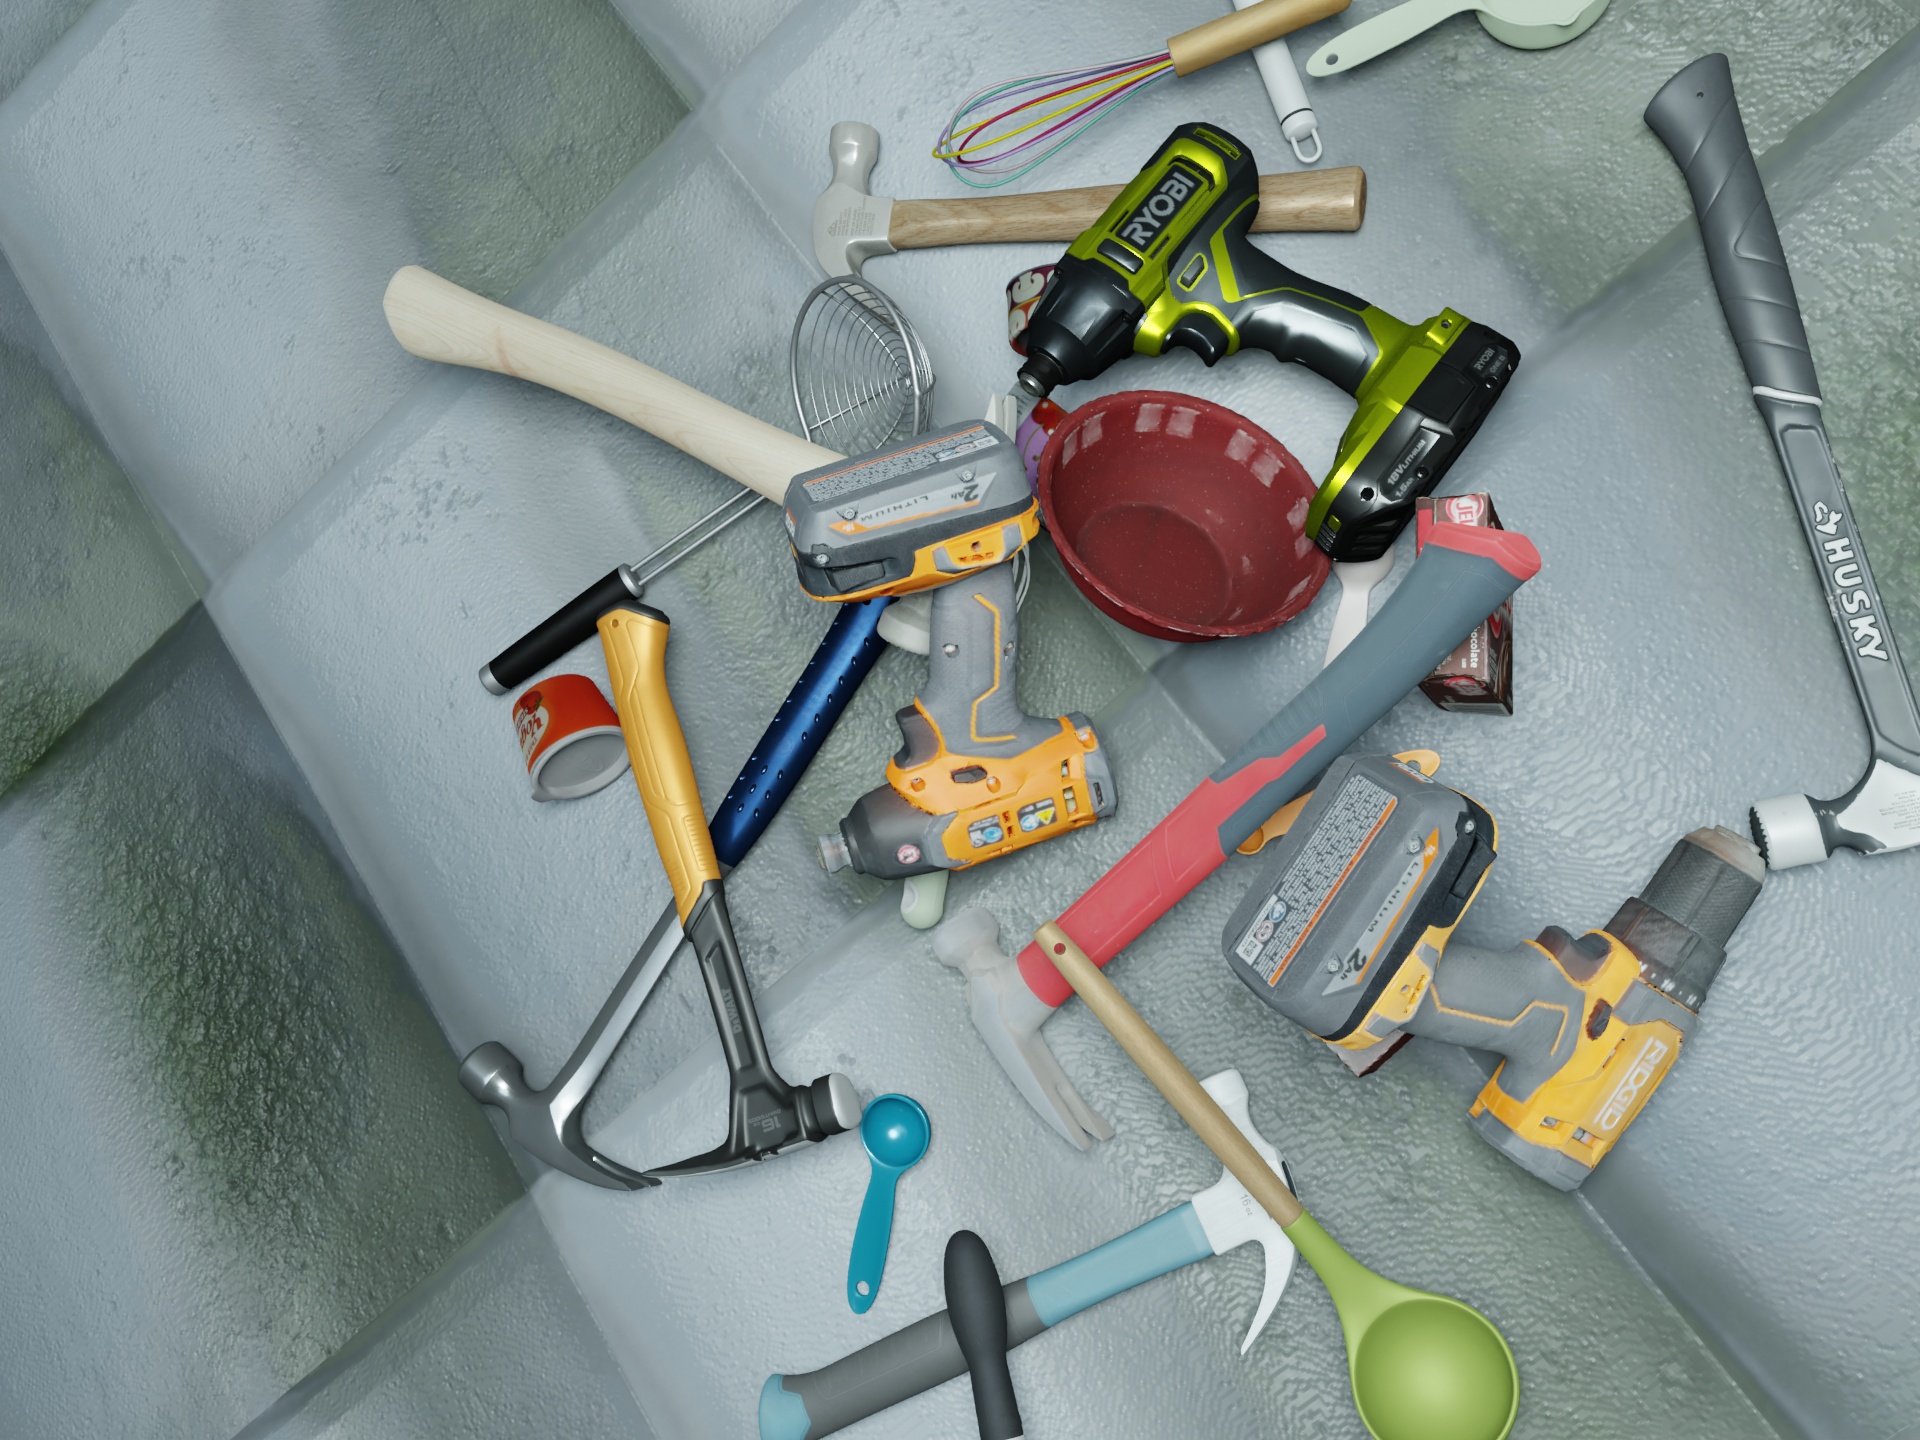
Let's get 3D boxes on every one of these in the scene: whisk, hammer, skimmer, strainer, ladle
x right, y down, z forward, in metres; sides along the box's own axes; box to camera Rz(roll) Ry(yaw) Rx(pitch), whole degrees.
[{"bbox_3d":[0.030,0.398,0.787,0.070,0.070,0.285,-19,68,17],"label":"whisk"},{"bbox_3d":[-0.163,-0.186,0.912,0.411,0.038,0.146,26,106,17],"label":"hammer"},{"bbox_3d":[0.066,-0.293,0.930,0.331,0.031,0.130,4,83,21],"label":"hammer"},{"bbox_3d":[-0.167,-0.124,0.960,0.363,0.090,0.127,-33,74,13],"label":"skimmer"},{"bbox_3d":[0.413,-0.140,0.773,0.149,0.036,0.409,-14,77,17],"label":"hammer"},{"bbox_3d":[0.030,0.314,0.848,0.331,0.033,0.128,-30,71,14],"label":"hammer"},{"bbox_3d":[0.098,-0.360,0.890,0.245,0.047,0.051,-18,93,13],"label":"whisk"},{"bbox_3d":[0.136,0.057,0.772,0.386,0.038,0.143,-48,67,32],"label":"hammer"},{"bbox_3d":[0.161,-0.434,0.913,0.087,0.050,0.258,-18,79,2],"label":"strainer"},{"bbox_3d":[-0.146,0.093,0.948,0.144,0.035,0.405,34,95,22],"label":"hammer"},{"bbox_3d":[0.145,0.221,0.765,0.078,0.062,0.320,-41,86,-4],"label":"ladle"},{"bbox_3d":[-0.161,0.089,0.916,0.127,0.034,0.337,-22,74,15],"label":"hammer"},{"bbox_3d":[-0.001,-0.003,0.906,0.058,0.059,0.246,9,88,58],"label":"whisk"}]

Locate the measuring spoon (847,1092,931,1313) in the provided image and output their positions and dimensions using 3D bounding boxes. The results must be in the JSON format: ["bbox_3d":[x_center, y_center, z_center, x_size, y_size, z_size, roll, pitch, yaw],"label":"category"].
[{"bbox_3d":[-0.042,0.270,0.895,0.042,0.021,0.128,14,96,21],"label":"measuring spoon"}]

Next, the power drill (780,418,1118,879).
[{"bbox_3d":[-0.018,-0.022,0.817,0.164,0.084,0.226,-19,117,-7],"label":"power drill"}]

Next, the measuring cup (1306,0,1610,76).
[{"bbox_3d":[0.271,-0.383,0.864,0.167,0.038,0.083,-19,75,19],"label":"measuring cup"}]

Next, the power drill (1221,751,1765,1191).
[{"bbox_3d":[0.252,0.096,0.716,0.185,0.226,0.084,-57,25,5],"label":"power drill"}]

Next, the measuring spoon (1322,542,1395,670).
[{"bbox_3d":[0.205,-0.046,0.845,0.034,0.018,0.124,9,86,22],"label":"measuring spoon"}]

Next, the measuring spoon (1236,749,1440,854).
[{"bbox_3d":[0.198,0.043,0.841,0.117,0.011,0.021,-24,75,12],"label":"measuring spoon"}]

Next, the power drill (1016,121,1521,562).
[{"bbox_3d":[0.153,-0.188,0.822,0.223,0.080,0.171,37,79,12],"label":"power drill"}]
